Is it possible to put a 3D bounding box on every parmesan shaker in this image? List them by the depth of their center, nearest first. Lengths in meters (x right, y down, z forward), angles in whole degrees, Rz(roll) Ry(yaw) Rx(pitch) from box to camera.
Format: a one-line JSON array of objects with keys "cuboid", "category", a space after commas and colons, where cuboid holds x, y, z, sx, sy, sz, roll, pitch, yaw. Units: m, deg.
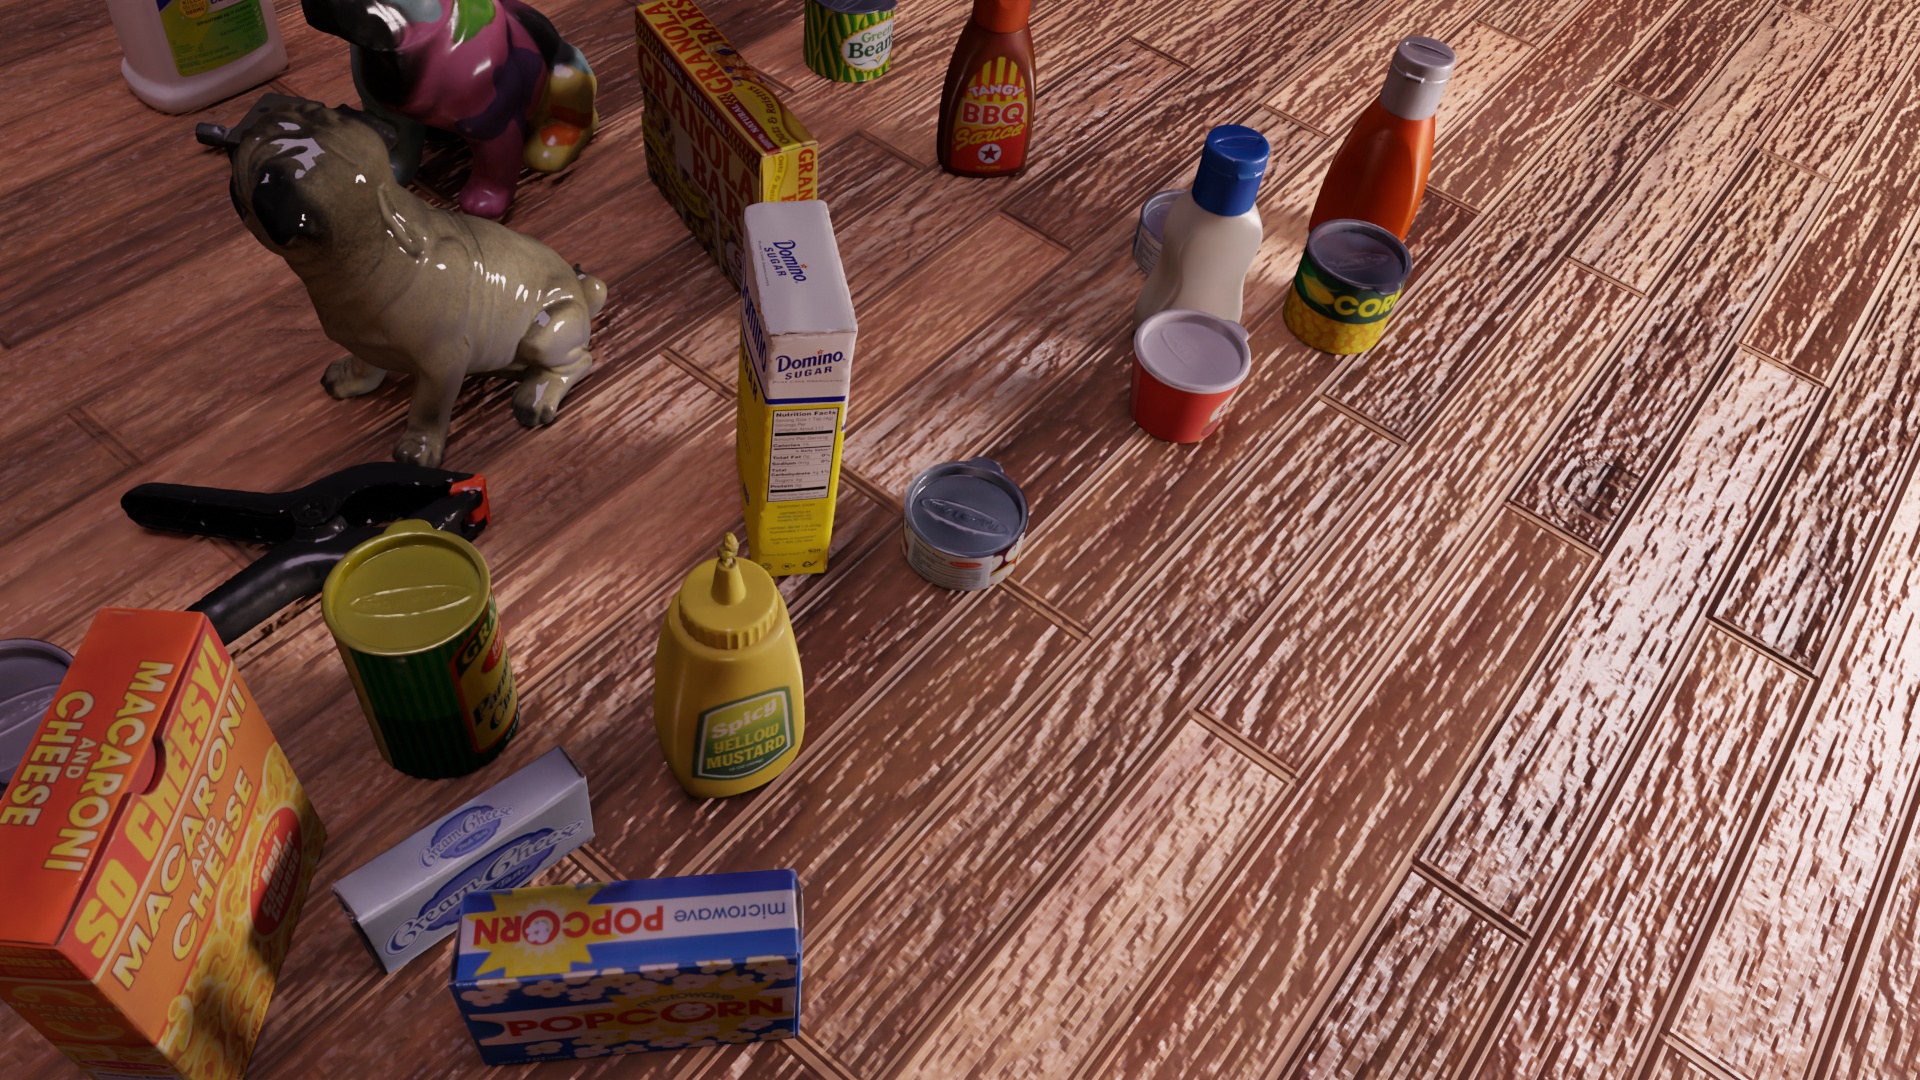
[{"cuboid": [-0.234, 0.050, 0.614, 0.071, 0.102, 0.072, 4, 51, -5], "category": "parmesan shaker"}]

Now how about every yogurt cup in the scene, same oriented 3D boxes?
[{"cuboid": [0.131, -0.094, 0.814, 0.072, 0.053, 0.073, 4, 51, -5], "category": "yogurt cup"}]

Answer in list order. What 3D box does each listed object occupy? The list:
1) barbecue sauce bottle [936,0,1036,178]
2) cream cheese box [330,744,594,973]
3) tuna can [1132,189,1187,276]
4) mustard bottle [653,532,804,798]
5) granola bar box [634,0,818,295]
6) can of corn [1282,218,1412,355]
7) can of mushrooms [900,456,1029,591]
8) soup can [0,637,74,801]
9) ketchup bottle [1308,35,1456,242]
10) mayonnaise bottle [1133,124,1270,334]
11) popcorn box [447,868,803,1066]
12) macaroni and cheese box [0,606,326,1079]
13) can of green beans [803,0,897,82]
[{"cuboid": [0.021, -0.311, 0.916, 0.065, 0.147, 0.044, -3, 52, -10], "category": "barbecue sauce bottle"}, {"cuboid": [-0.204, 0.133, 0.582, 0.104, 0.053, 0.024, -32, 62, -29], "category": "cream cheese box"}, {"cuboid": [0.150, -0.200, 0.917, 0.071, 0.032, 0.071, 4, 50, -5], "category": "tuna can"}, {"cuboid": [-0.100, 0.052, 0.593, 0.065, 0.159, 0.049, -17, 55, -20], "category": "mustard bottle"}, {"cuboid": [-0.144, -0.231, 0.844, 0.039, 0.123, 0.166, -24, 58, -24], "category": "granola bar box"}, {"cuboid": [0.245, -0.158, 0.880, 0.071, 0.058, 0.071, 4, 51, -5], "category": "can of corn"}, {"cuboid": [0.003, -0.009, 0.740, 0.071, 0.033, 0.071, 4, 50, -5], "category": "can of mushrooms"}, {"cuboid": [-0.380, 0.093, 0.571, 0.071, 0.083, 0.072, 4, 51, -5], "category": "soup can"}, {"cuboid": [0.277, -0.251, 0.902, 0.065, 0.148, 0.044, 26, 52, 13], "category": "ketchup bottle"}, {"cuboid": [0.146, -0.174, 0.820, 0.065, 0.147, 0.041, -7, 52, -13], "category": "mayonnaise bottle"}, {"cuboid": [-0.126, 0.168, 0.544, 0.127, 0.084, 0.038, -2, 51, -9], "category": "popcorn box"}, {"cuboid": [-0.288, 0.122, 0.507, 0.040, 0.165, 0.124, 5, 51, -4], "category": "macaroni and cheese box"}, {"cuboid": [-0.082, -0.378, 1.015, 0.071, 0.057, 0.071, 4, 51, -5], "category": "can of green beans"}]
